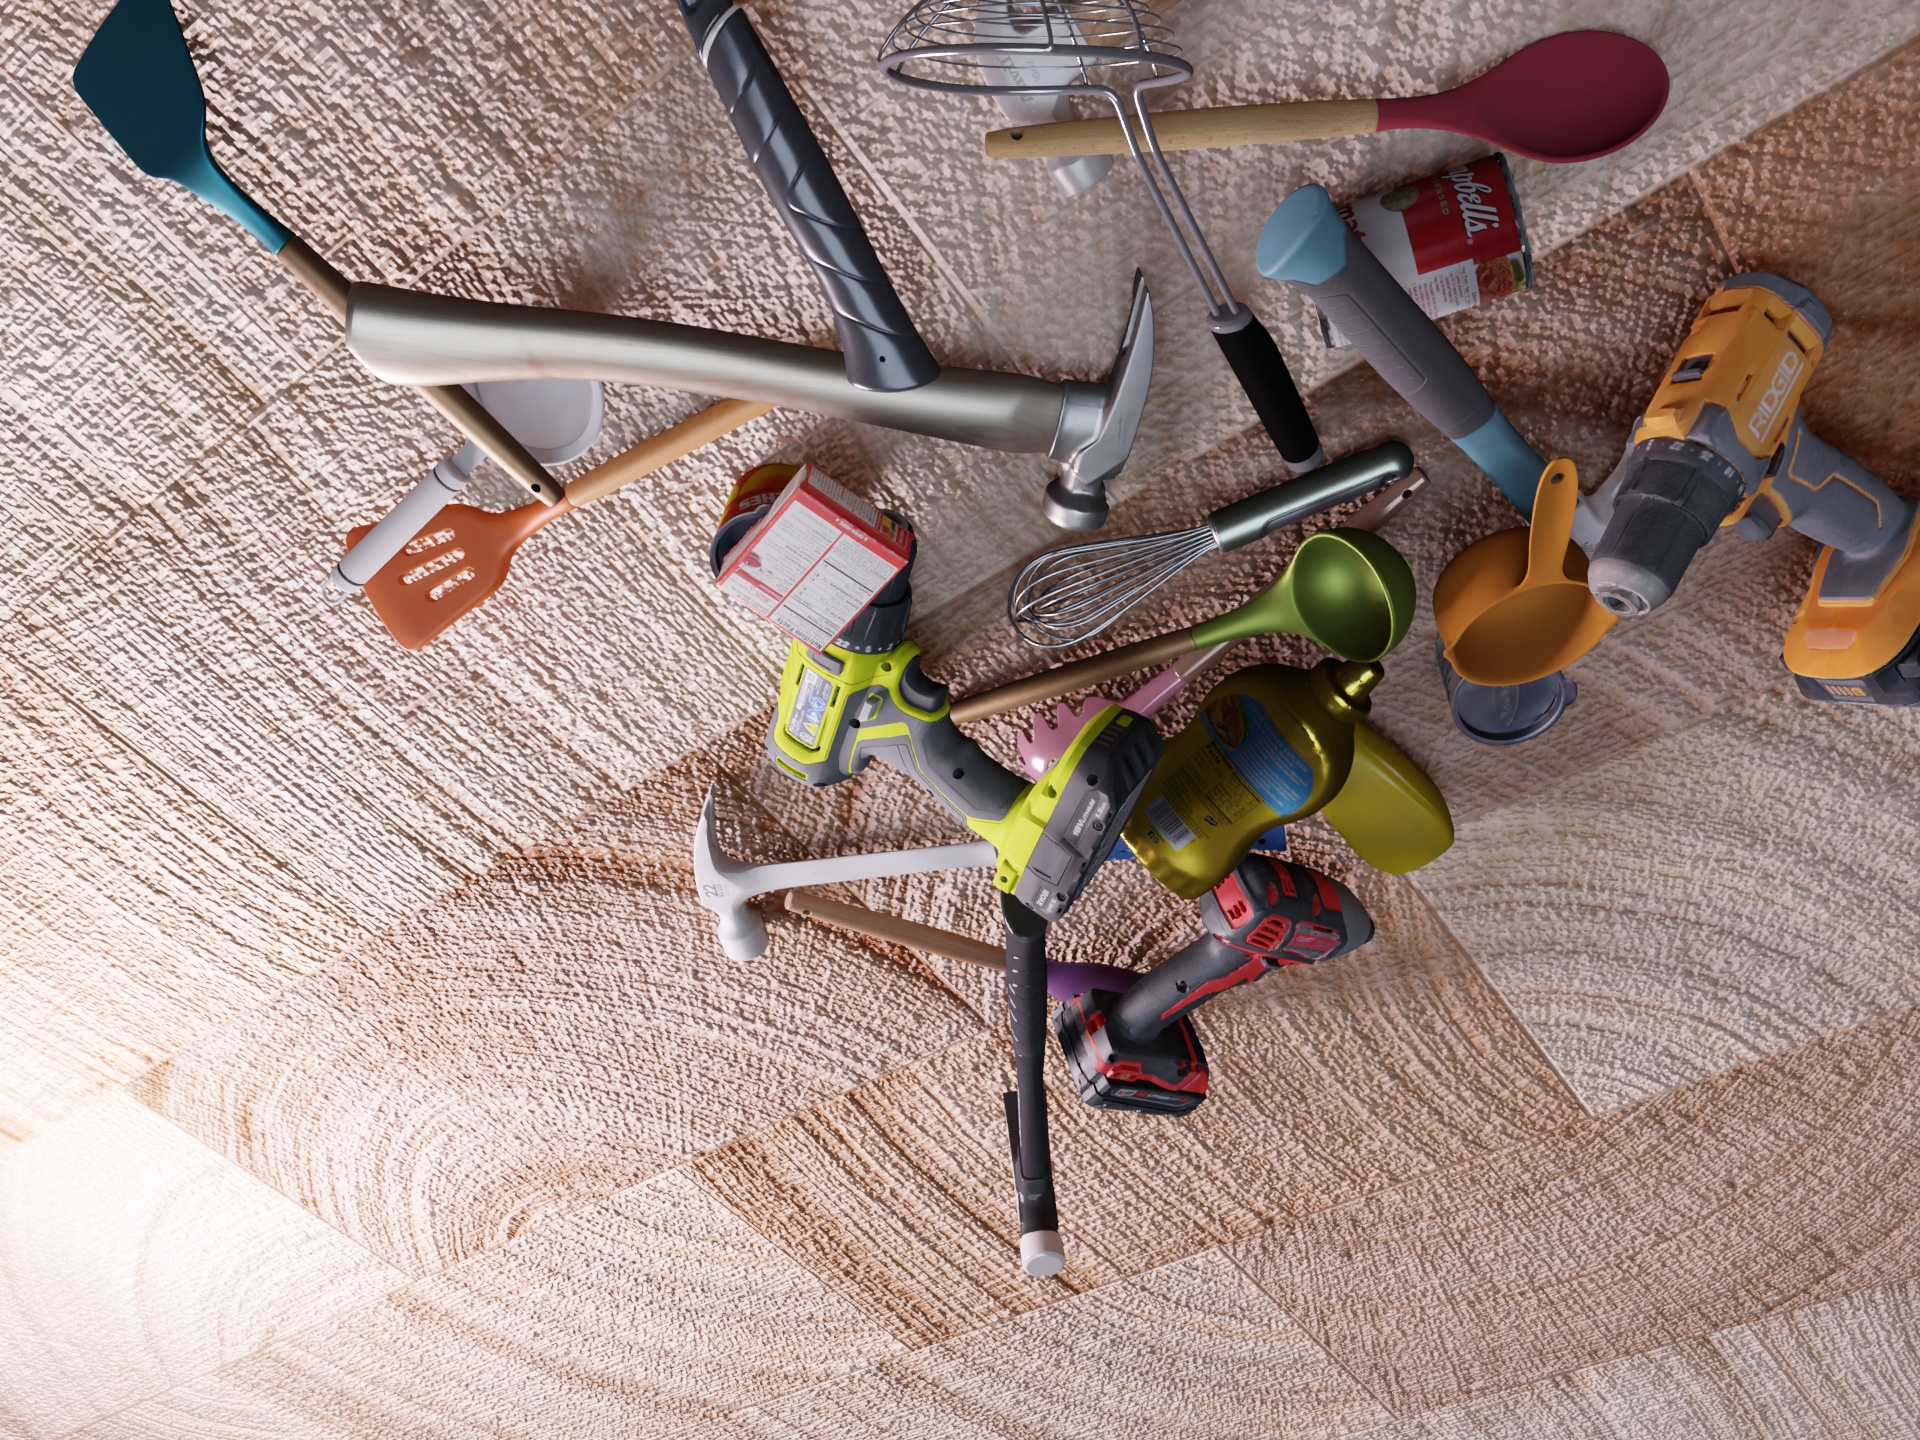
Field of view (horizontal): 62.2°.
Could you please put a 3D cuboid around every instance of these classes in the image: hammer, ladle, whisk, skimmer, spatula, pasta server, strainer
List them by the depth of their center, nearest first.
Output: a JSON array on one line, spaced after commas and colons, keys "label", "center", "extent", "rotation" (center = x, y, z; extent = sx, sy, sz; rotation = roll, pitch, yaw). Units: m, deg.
[{"label": "hammer", "center": [0.151, -0.374, 0.705], "extent": [0.331, 0.031, 0.130], "rotation": [-26, 122, 23]}, {"label": "hammer", "center": [-0.114, -0.332, 0.720], "extent": [0.149, 0.036, 0.408], "rotation": [-22, 114, 18]}, {"label": "skimmer", "center": [0.093, -0.206, 0.745], "extent": [0.127, 0.090, 0.362], "rotation": [12, 159, 37]}, {"label": "ladle", "center": [0.169, -0.282, 0.746], "extent": [0.315, 0.069, 0.031], "rotation": [-4, 163, 0]}, {"label": "hammer", "center": [0.250, -0.158, 0.803], "extent": [0.128, 0.033, 0.330], "rotation": [-34, 138, 28]}, {"label": "spatula", "center": [-0.323, -0.232, 0.827], "extent": [0.082, 0.044, 0.317], "rotation": [-35, 112, 26]}, {"label": "hammer", "center": [-0.103, -0.191, 0.829], "extent": [0.410, 0.038, 0.146], "rotation": [6, 128, -12]}, {"label": "strainer", "center": [-0.282, -0.146, 0.898], "extent": [0.258, 0.050, 0.086], "rotation": [-37, 103, 21]}, {"label": "whisk", "center": [0.140, -0.104, 0.911], "extent": [0.246, 0.059, 0.057], "rotation": [-21, 162, 15]}, {"label": "spatula", "center": [-0.208, -0.138, 0.915], "extent": [0.322, 0.041, 0.081], "rotation": [-23, 98, 19]}, {"label": "ladle", "center": [0.112, -0.038, 0.937], "extent": [0.320, 0.062, 0.078], "rotation": [-17, 101, 29]}, {"label": "pasta server", "center": [0.153, -0.049, 0.967], "extent": [0.060, 0.040, 0.316], "rotation": [37, 118, -22]}, {"label": "hammer", "center": [0.013, 0.086, 1.077], "extent": [0.405, 0.035, 0.143], "rotation": [-7, 127, 10]}, {"label": "hammer", "center": [0.048, 0.233, 1.115], "extent": [0.035, 0.146, 0.334], "rotation": [-5, 129, -1]}, {"label": "spatula", "center": [0.020, 0.167, 1.120], "extent": [0.315, 0.018, 0.059], "rotation": [20, 130, -25]}]

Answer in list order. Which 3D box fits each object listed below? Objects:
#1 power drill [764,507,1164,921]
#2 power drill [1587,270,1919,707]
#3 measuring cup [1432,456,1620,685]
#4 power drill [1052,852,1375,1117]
[{"label": "power drill", "center": [-0.001, -0.003, 0.943], "extent": [0.228, 0.080, 0.190], "rotation": [32, 129, 12]}, {"label": "power drill", "center": [0.427, -0.091, 0.823], "extent": [0.226, 0.084, 0.185], "rotation": [36, 79, -23]}, {"label": "measuring cup", "center": [0.297, -0.090, 0.836], "extent": [0.095, 0.052, 0.173], "rotation": [-12, 142, 3]}, {"label": "power drill", "center": [0.178, 0.180, 1.094], "extent": [0.143, 0.079, 0.219], "rotation": [17, 127, -37]}]
